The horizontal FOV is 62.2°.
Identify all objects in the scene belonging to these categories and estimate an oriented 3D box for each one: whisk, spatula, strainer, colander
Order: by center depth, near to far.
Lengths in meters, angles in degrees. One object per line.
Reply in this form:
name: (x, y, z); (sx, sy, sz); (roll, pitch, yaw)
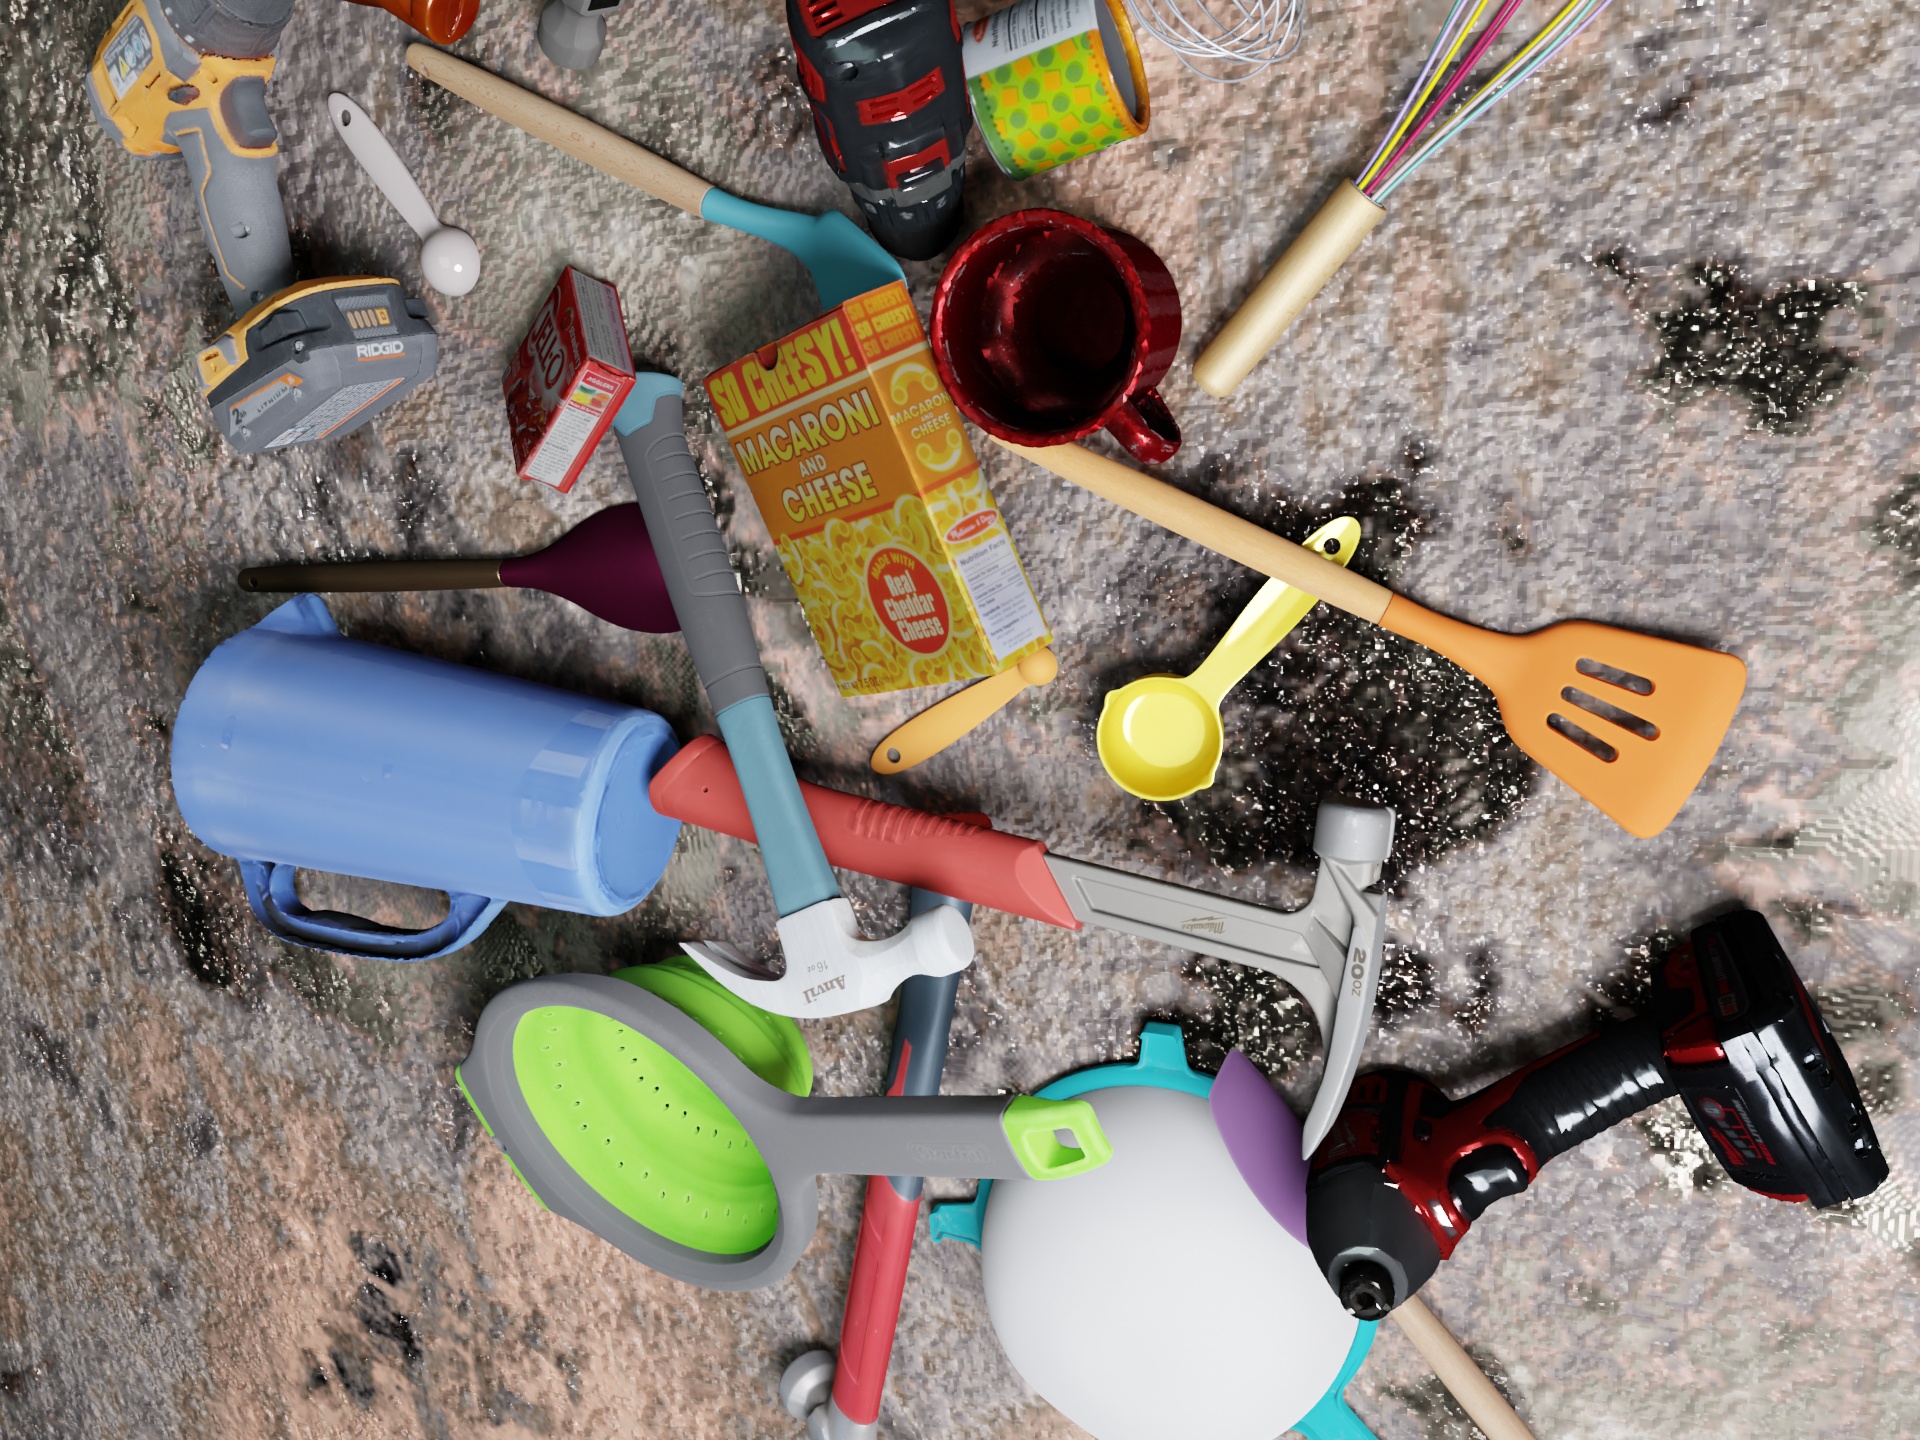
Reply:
whisk: (0.171, -0.225, 0.620); (0.051, 0.047, 0.245); (43, 120, 5)
whisk: (0.040, -0.369, 0.626); (0.070, 0.070, 0.284); (-39, 84, 27)
spatula: (0.156, -0.058, 0.666); (0.322, 0.041, 0.081); (26, 102, 8)
spatula: (0.215, 0.284, 0.742); (0.018, 0.060, 0.316); (-34, 99, 38)
spatula: (-0.145, -0.249, 0.744); (0.317, 0.044, 0.082); (30, 147, 15)
strainer: (0.136, 0.328, 0.768); (0.340, 0.095, 0.211); (46, 117, 6)
colander: (-0.082, 0.179, 0.785); (0.397, 0.094, 0.204); (-11, 114, 38)

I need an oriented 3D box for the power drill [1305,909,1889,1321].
power drill: (0.243, 0.171, 0.652); (0.219, 0.143, 0.078); (-30, 95, 25)

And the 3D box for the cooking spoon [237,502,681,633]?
cooking spoon: (-0.267, -0.079, 0.861); (0.319, 0.017, 0.068); (1, 105, 22)

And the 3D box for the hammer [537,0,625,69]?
hammer: (-0.222, -0.469, 0.697); (0.331, 0.031, 0.130); (65, 153, 1)

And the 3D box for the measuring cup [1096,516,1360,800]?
measuring cup: (0.123, -0.030, 0.713); (0.062, 0.029, 0.156); (41, 105, 4)

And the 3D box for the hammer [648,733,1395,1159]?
hammer: (0.010, 0.076, 0.728); (0.359, 0.036, 0.149); (12, 98, 25)

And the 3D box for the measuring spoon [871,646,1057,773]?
measuring spoon: (-0.001, -0.002, 0.775); (0.117, 0.011, 0.021); (-32, 91, 27)

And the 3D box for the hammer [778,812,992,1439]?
hammer: (-0.024, 0.234, 0.811); (0.143, 0.038, 0.386); (33, 118, 53)

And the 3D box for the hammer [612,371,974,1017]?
hammer: (-0.105, -0.020, 0.747); (0.128, 0.033, 0.331); (-26, 76, 21)

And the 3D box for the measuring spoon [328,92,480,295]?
measuring spoon: (-0.290, -0.271, 0.814); (0.034, 0.018, 0.124); (-37, 88, 28)

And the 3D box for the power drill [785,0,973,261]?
power drill: (-0.057, -0.306, 0.639); (0.080, 0.188, 0.227); (-24, 80, 1)

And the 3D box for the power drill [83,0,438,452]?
power drill: (-0.341, -0.267, 0.786); (0.185, 0.084, 0.226); (-16, 96, 42)
